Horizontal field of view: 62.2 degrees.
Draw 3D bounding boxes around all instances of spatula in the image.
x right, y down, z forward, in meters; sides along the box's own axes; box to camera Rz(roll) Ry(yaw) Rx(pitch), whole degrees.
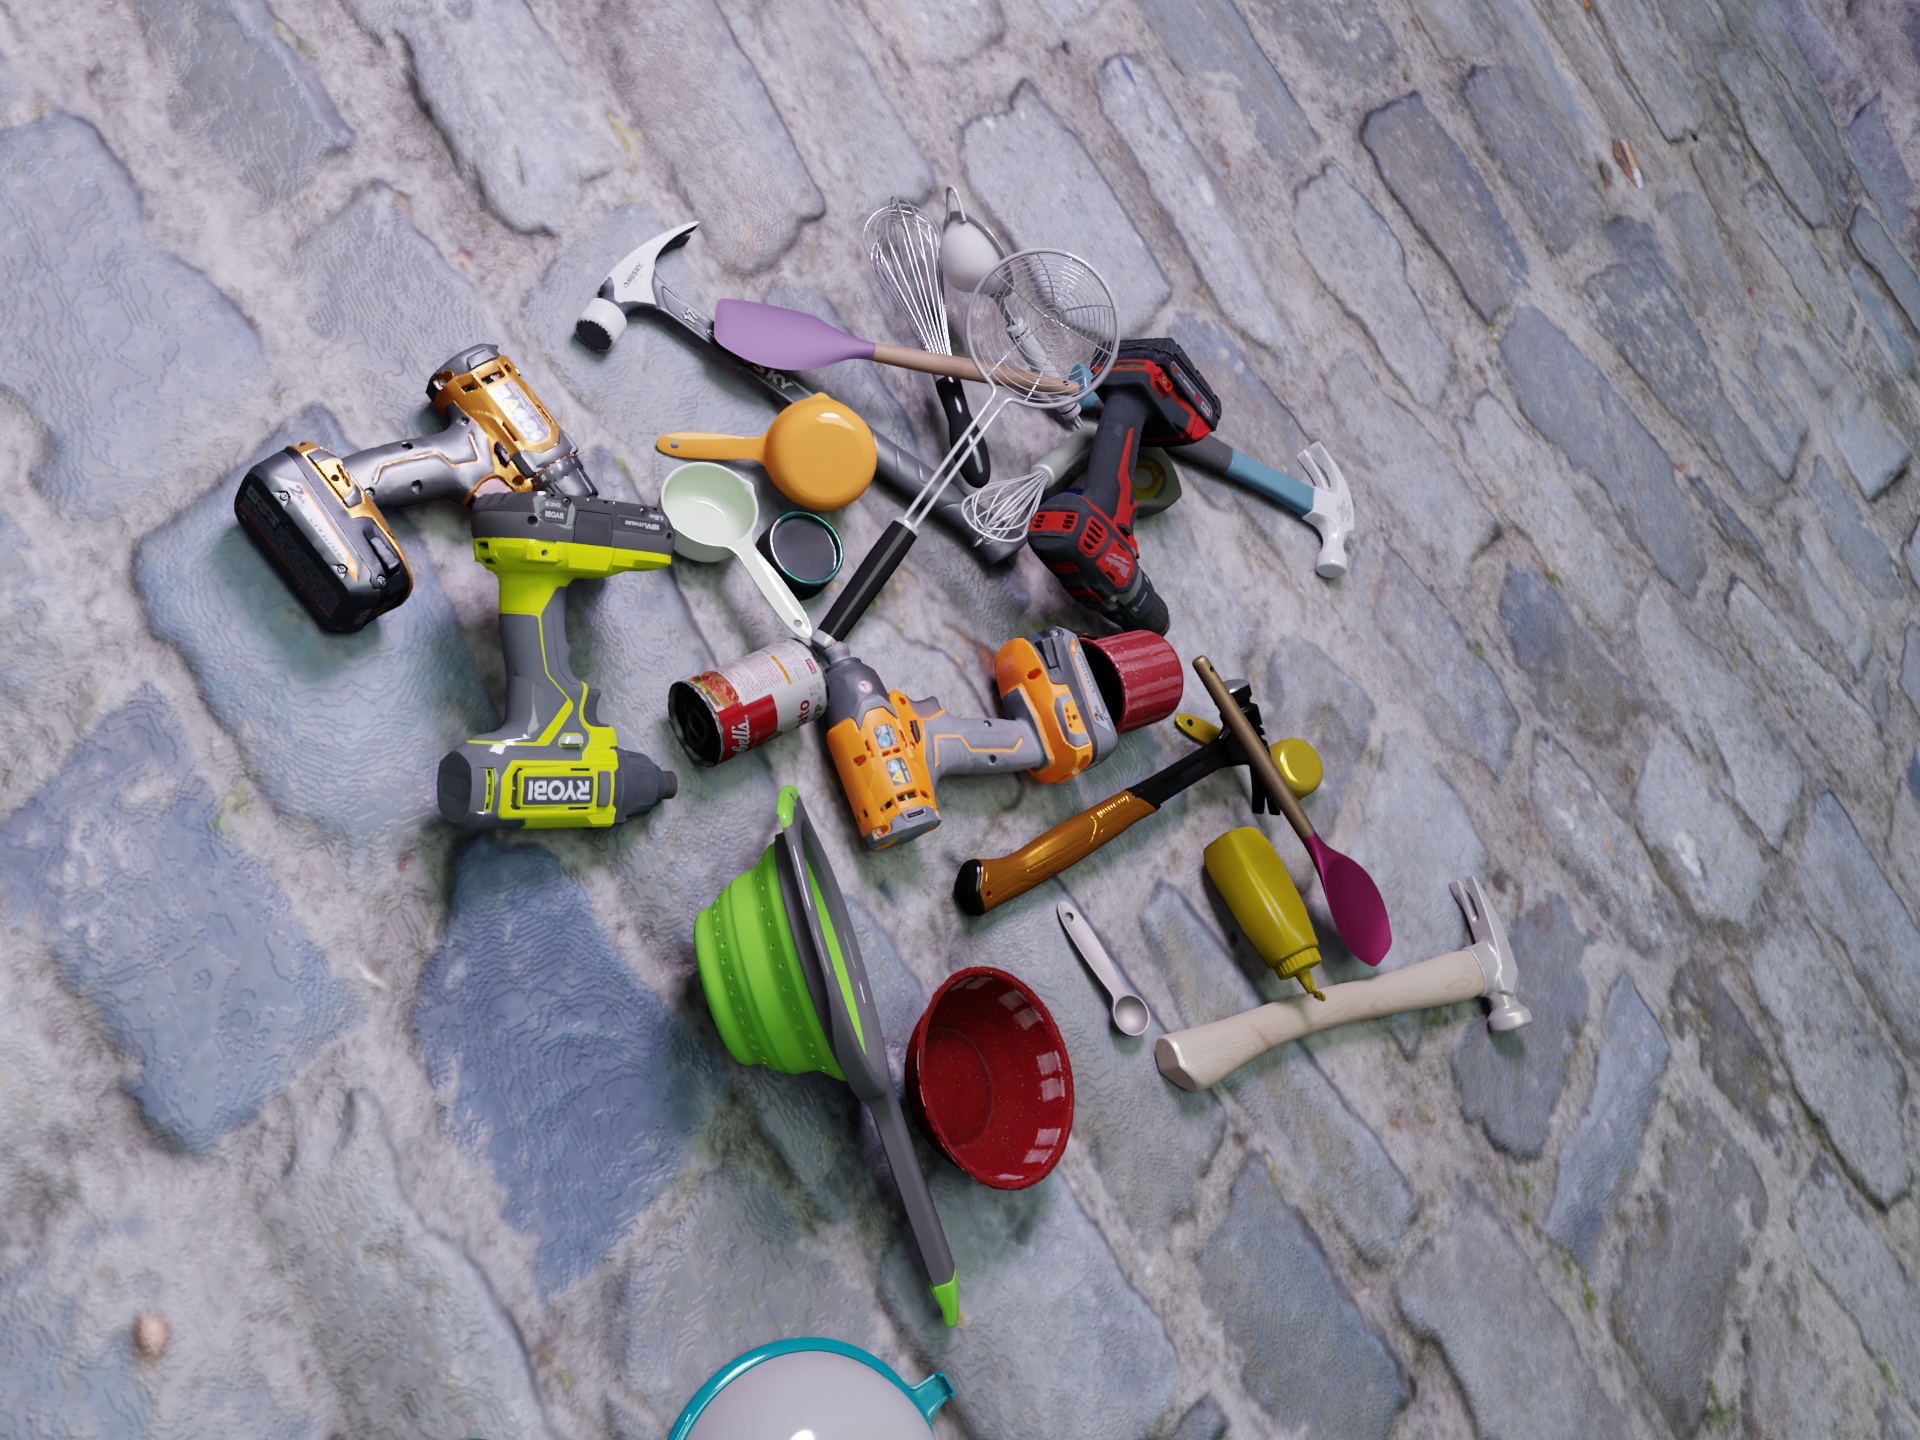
[{"bbox_3d":[-0.048,-0.300,1.324,0.315,0.018,0.060,6,68,-18],"label":"spatula"}]

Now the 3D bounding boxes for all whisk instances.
[{"bbox_3d":[-0.022,-0.329,1.382,0.070,0.070,0.285,-8,73,-32],"label":"whisk"},{"bbox_3d":[0.068,-0.208,1.379,0.059,0.057,0.246,34,39,8],"label":"whisk"}]

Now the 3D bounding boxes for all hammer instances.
[{"bbox_3d":[0.246,-0.256,1.535,0.330,0.033,0.128,22,62,-21],"label":"hammer"},{"bbox_3d":[0.336,0.239,1.392,0.410,0.038,0.146,-7,74,-32],"label":"hammer"},{"bbox_3d":[0.135,0.083,1.325,0.337,0.034,0.127,-26,106,-30],"label":"hammer"},{"bbox_3d":[-0.112,-0.257,1.326,0.408,0.036,0.149,34,57,-16],"label":"hammer"}]

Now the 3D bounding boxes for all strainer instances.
[{"bbox_3d":[0.044,-0.351,1.404,0.050,0.087,0.258,-48,125,-12],"label":"strainer"},{"bbox_3d":[-0.139,0.483,0.983,0.340,0.095,0.211,21,62,-24],"label":"strainer"}]

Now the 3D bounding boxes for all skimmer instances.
[{"bbox_3d":[-0.007,-0.209,1.260,0.127,0.090,0.363,35,80,-2],"label":"skimmer"}]

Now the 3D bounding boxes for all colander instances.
[{"bbox_3d":[-0.098,0.247,1.099,0.094,0.204,0.397,-18,98,0],"label":"colander"}]

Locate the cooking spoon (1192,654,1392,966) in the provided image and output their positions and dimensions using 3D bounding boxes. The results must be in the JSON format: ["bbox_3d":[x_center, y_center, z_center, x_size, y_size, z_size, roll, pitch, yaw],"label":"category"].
[{"bbox_3d":[0.286,0.078,1.373,0.069,0.017,0.318,-41,103,-35],"label":"cooking spoon"}]

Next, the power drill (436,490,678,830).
[{"bbox_3d":[-0.264,-0.038,1.090,0.171,0.080,0.223,2,92,-45],"label":"power drill"}]

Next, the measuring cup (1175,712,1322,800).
[{"bbox_3d":[0.263,0.024,1.437,0.156,0.029,0.062,25,61,-21],"label":"measuring cup"}]

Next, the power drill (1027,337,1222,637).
[{"bbox_3d":[0.151,-0.193,1.373,0.187,0.080,0.227,38,65,-46],"label":"power drill"}]

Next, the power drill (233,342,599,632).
[{"bbox_3d":[-0.358,-0.146,1.115,0.185,0.084,0.226,53,51,-5],"label":"power drill"}]

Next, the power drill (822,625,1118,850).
[{"bbox_3d":[-0.002,-0.004,1.265,0.226,0.084,0.164,-17,80,-30],"label":"power drill"}]

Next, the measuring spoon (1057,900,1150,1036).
[{"bbox_3d":[0.111,0.202,1.292,0.034,0.018,0.124,-25,78,-35],"label":"measuring spoon"}]

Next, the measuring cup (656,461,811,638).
[{"bbox_3d":[-0.171,-0.123,1.225,0.083,0.038,0.167,-33,82,-34],"label":"measuring cup"}]

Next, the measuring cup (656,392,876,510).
[{"bbox_3d":[-0.150,-0.211,1.256,0.173,0.052,0.095,0,107,-16],"label":"measuring cup"}]
